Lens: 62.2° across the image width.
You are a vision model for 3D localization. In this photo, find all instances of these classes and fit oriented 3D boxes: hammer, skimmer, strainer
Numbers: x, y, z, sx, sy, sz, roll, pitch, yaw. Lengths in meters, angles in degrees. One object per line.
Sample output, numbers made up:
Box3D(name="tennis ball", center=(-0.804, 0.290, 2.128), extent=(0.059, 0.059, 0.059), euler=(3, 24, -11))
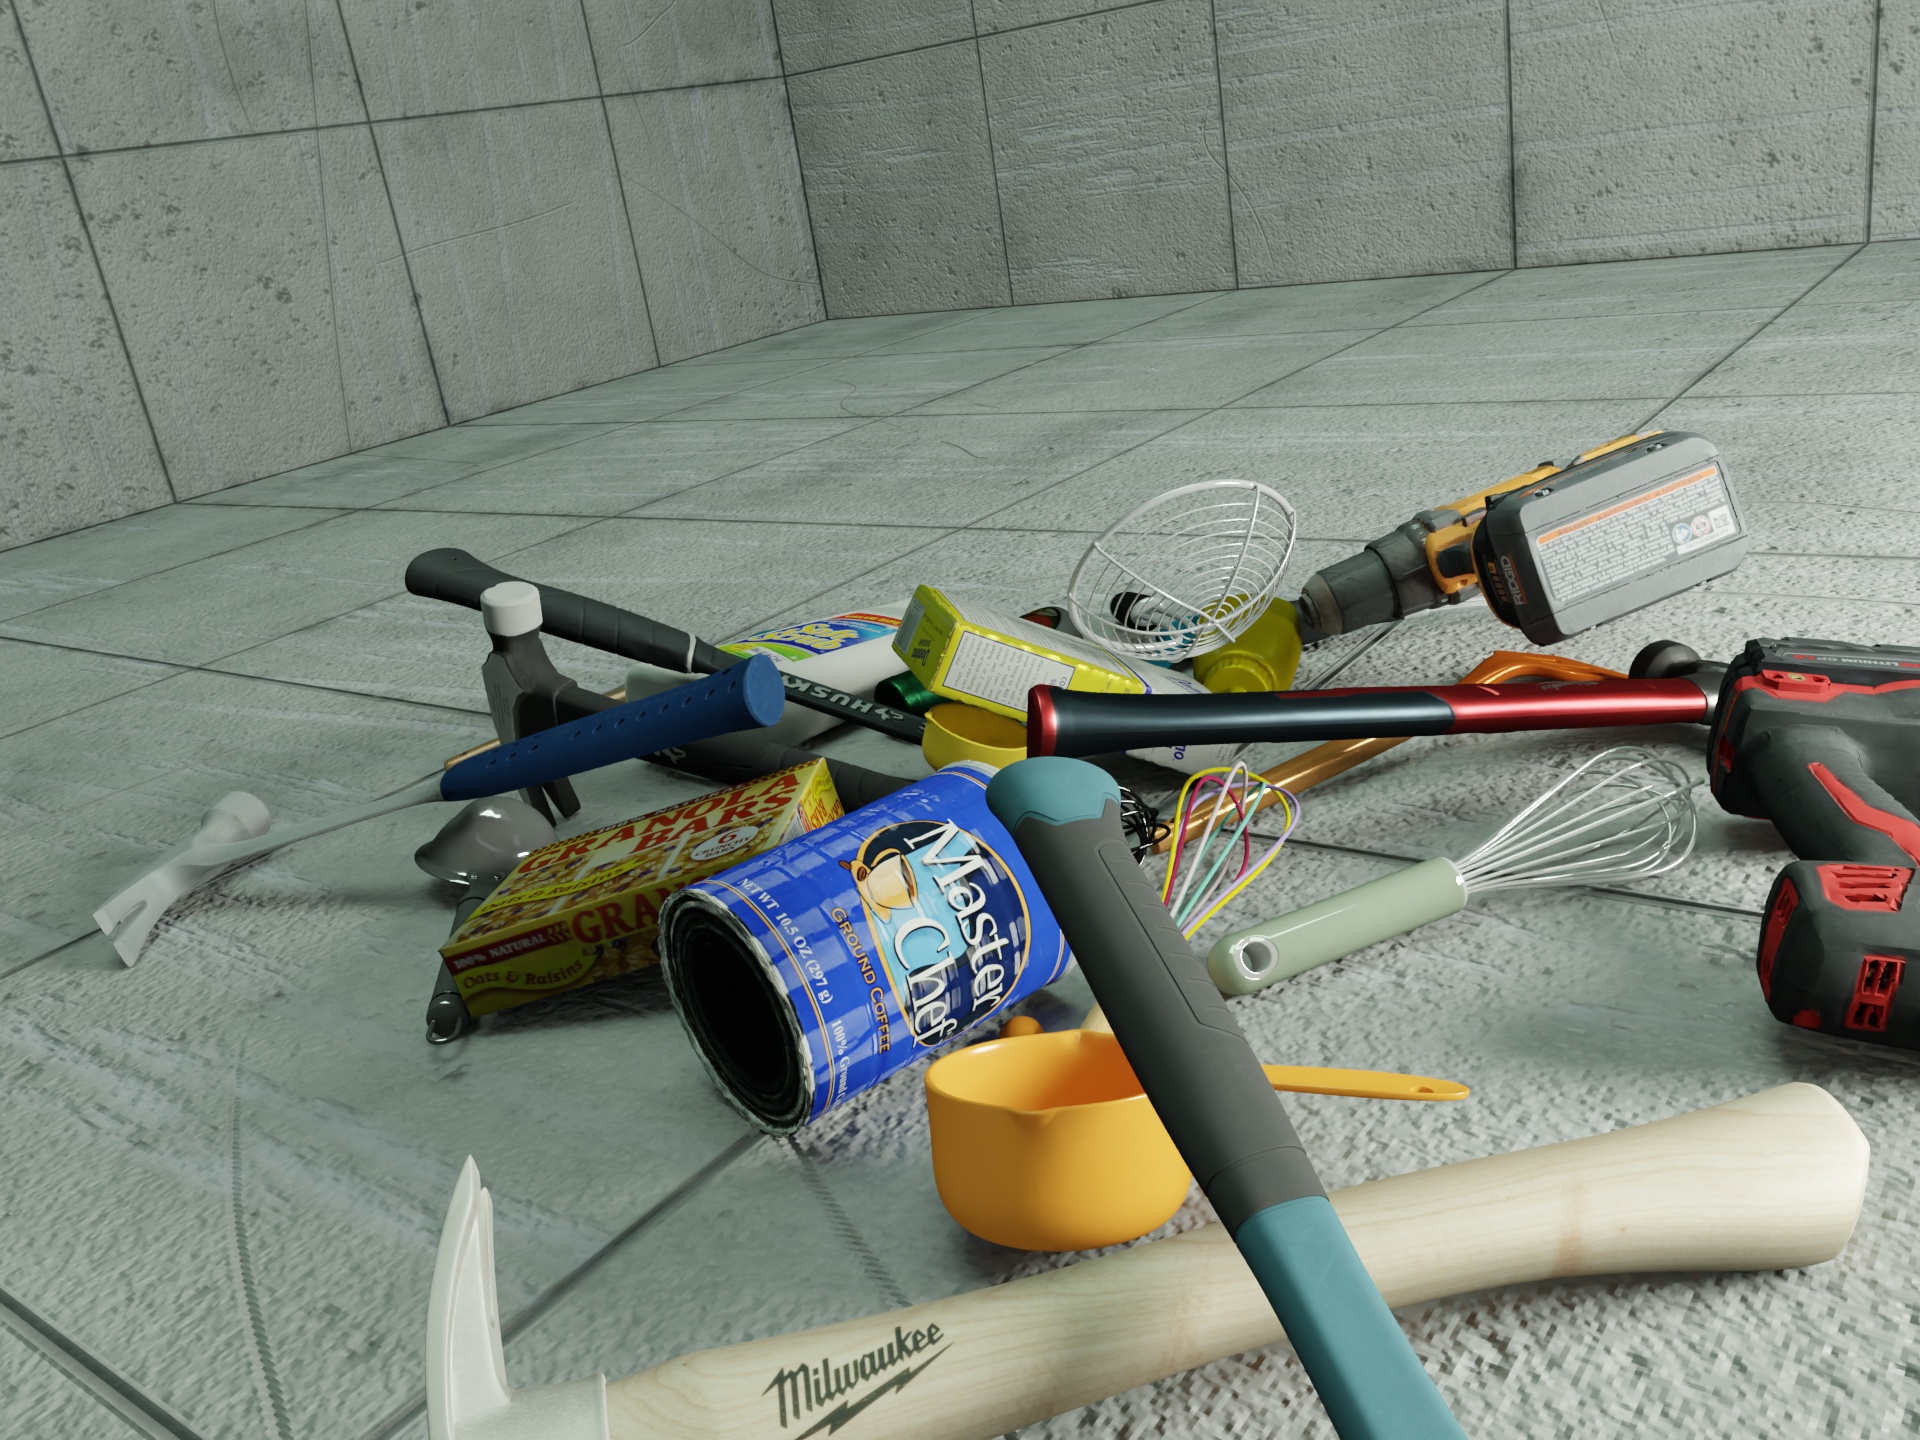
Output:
Box3D(name="hammer", center=(0.221, -0.001, 0.748), extent=(0.386, 0.038, 0.143), euler=(-2, 15, -14))
Box3D(name="hammer", center=(0.081, 0.122, 0.425), extent=(0.128, 0.033, 0.331), euler=(-9, 41, -17))
Box3D(name="skimmer", center=(0.113, -0.090, 0.961), extent=(0.127, 0.090, 0.363), euler=(-21, 6, 1))
Box3D(name="hammer", center=(-0.143, -0.030, 0.927), extent=(0.409, 0.036, 0.149), euler=(18, 31, 14))
Box3D(name="strainer", center=(-0.246, 0.092, 0.817), extent=(0.087, 0.050, 0.259), euler=(2, 22, -10))
Box3D(name="hammer", center=(-0.119, 0.027, 0.854), extent=(0.335, 0.146, 0.035), euler=(15, 31, 25))
Box3D(name="hammer", center=(-0.279, 0.040, 0.842), extent=(0.405, 0.035, 0.144), euler=(-16, 22, 20))
Box3D(name="hammer", center=(0.064, 0.153, 0.447), extent=(0.410, 0.038, 0.146), euler=(-10, 52, -12))

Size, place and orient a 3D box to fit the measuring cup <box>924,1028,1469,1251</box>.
Box3D(name="measuring cup", center=(0.074, 0.138, 0.515), extent=(0.173, 0.052, 0.095), euler=(-1, 4, 13))

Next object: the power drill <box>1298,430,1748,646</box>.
Box3D(name="power drill", center=(0.297, -0.092, 0.881), extent=(0.185, 0.084, 0.226), euler=(-22, 7, 0))

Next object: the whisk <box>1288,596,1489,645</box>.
Box3D(name="whisk", center=(0.322, -0.083, 1.017), extent=(0.284, 0.070, 0.070), euler=(-12, 20, 9))

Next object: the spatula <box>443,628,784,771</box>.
Box3D(name="spatula", center=(-0.199, -0.015, 1.105), extent=(0.317, 0.044, 0.082), euler=(-22, 24, -20))

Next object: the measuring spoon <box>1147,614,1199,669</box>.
Box3D(name="measuring spoon", center=(0.131, -0.030, 1.015), extent=(0.042, 0.021, 0.129), euler=(-4, 29, 35))

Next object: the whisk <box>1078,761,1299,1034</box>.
Box3D(name="whisk", center=(0.090, 0.084, 0.684), extent=(0.051, 0.047, 0.245), euler=(-37, 6, 38))

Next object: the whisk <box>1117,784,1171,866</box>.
Box3D(name="whisk", center=(-0.015, 0.081, 0.740), extent=(0.239, 0.055, 0.055), euler=(-17, 21, -8))

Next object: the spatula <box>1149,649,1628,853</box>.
Box3D(name="spatula", center=(0.235, 0.012, 0.845), extent=(0.322, 0.041, 0.081), euler=(-22, 24, -21))

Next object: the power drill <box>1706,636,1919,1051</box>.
Box3D(name="power drill", center=(0.370, 0.048, 0.603), extent=(0.143, 0.078, 0.220), euler=(6, 27, 14))

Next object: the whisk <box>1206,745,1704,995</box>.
Box3D(name="whisk", center=(0.215, 0.067, 0.680), extent=(0.246, 0.058, 0.059), euler=(-18, -13, -15))

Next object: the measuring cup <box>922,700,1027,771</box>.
Box3D(name="measuring cup", center=(-0.001, -0.003, 0.870), extent=(0.062, 0.029, 0.157), euler=(11, 18, -15))

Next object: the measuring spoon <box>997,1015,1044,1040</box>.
Box3D(name="measuring spoon", center=(0.015, 0.144, 0.598), extent=(0.021, 0.011, 0.117), euler=(-4, 21, 14))
